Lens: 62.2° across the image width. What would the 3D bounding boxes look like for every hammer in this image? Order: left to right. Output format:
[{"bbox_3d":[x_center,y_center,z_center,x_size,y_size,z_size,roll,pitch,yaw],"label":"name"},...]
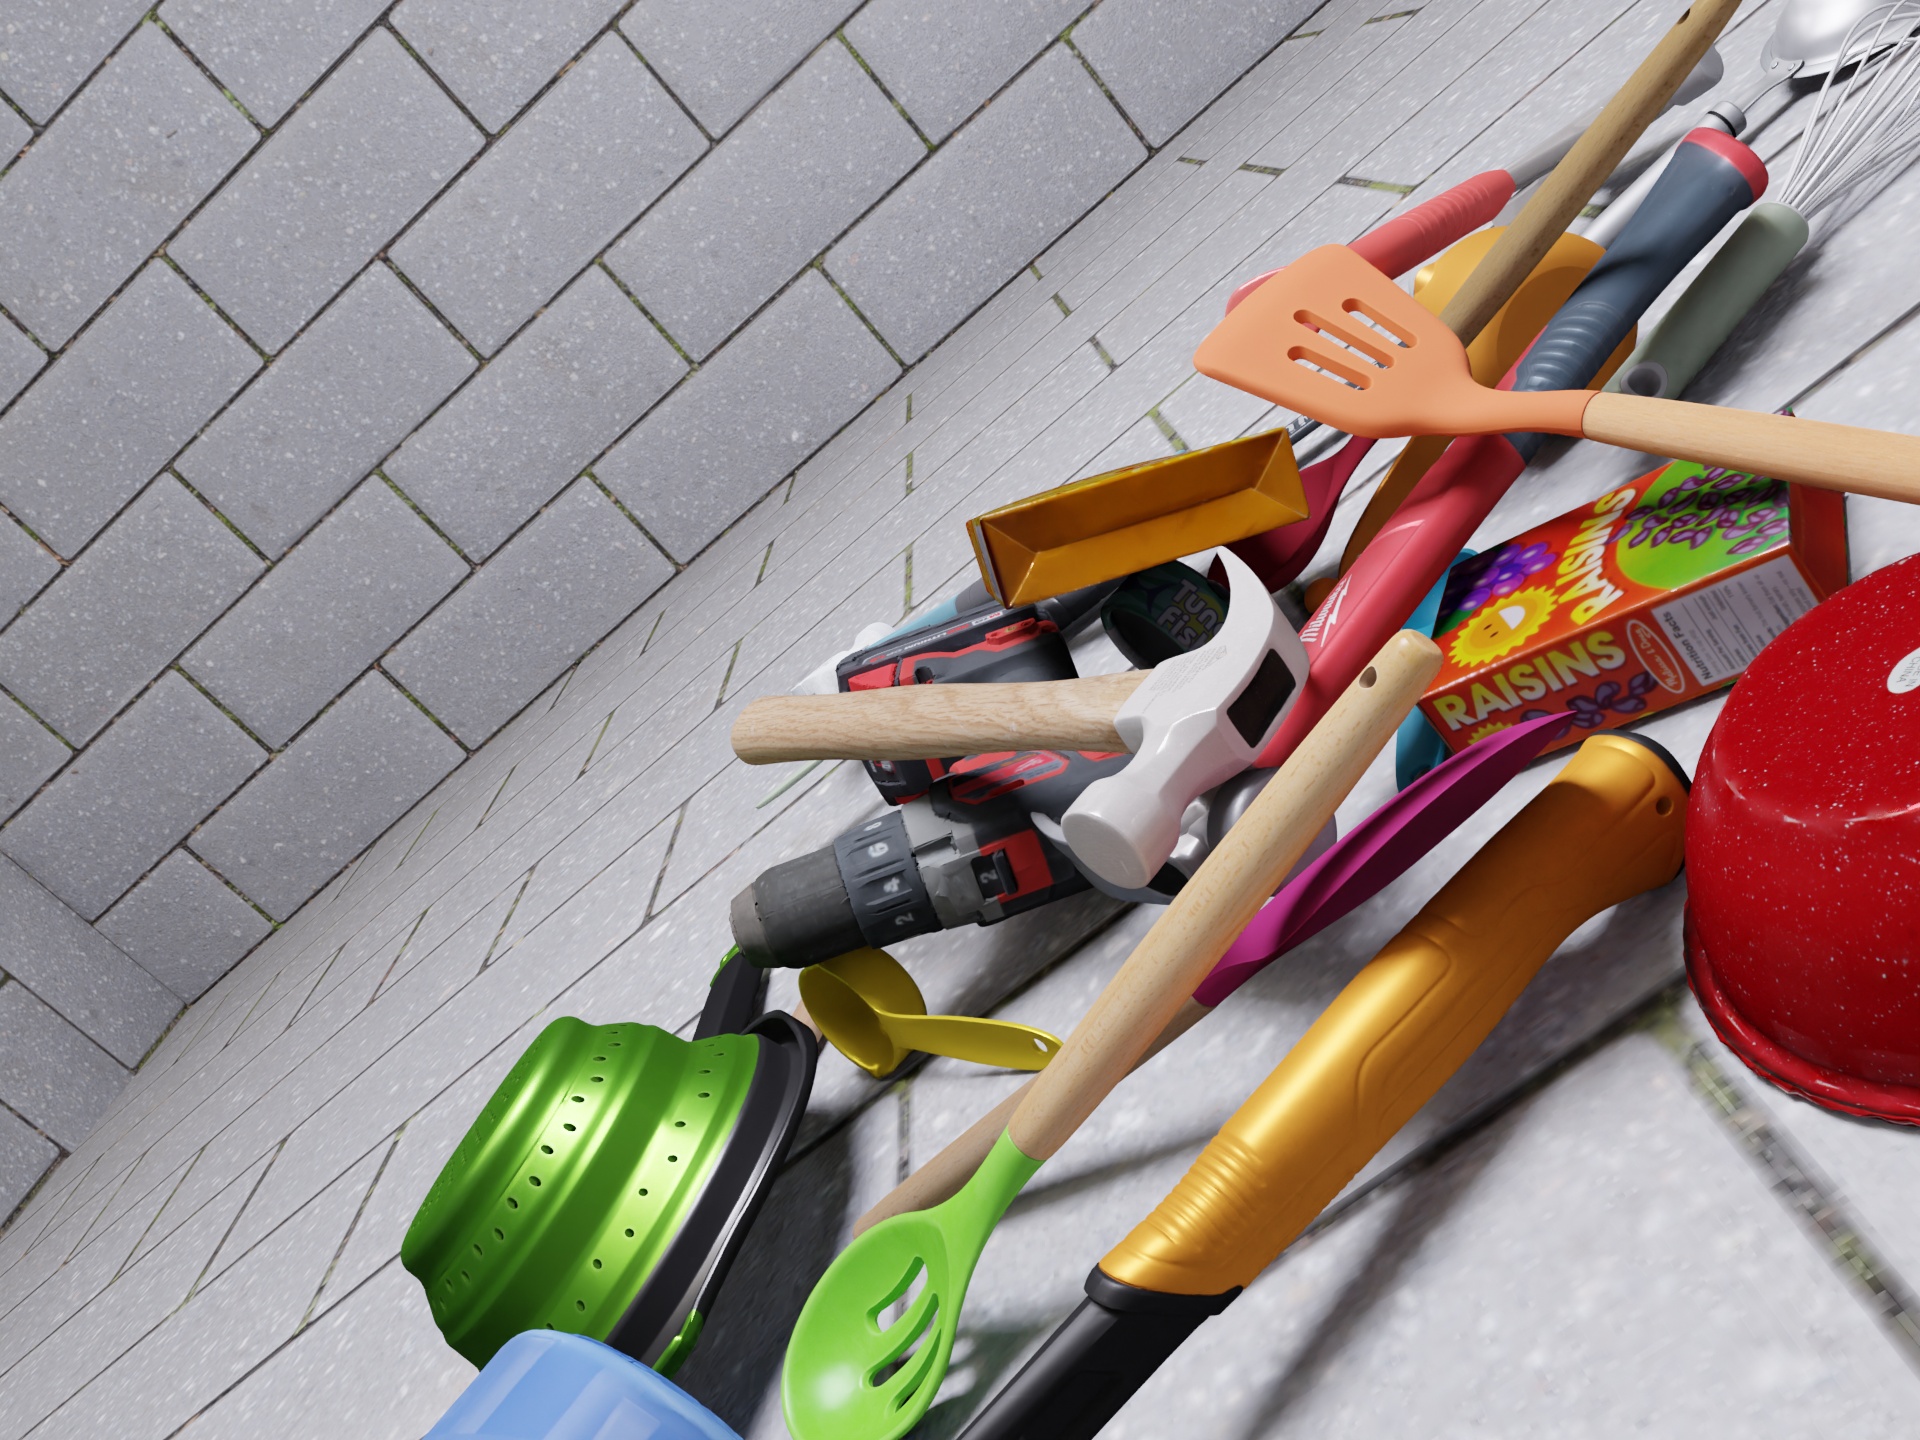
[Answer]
[{"bbox_3d":[-0.001,-0.002,0.597,0.130,0.031,0.331,-47,22,-25],"label":"hammer"},{"bbox_3d":[0.015,-0.073,0.927,0.331,0.033,0.128,-27,12,43],"label":"hammer"},{"bbox_3d":[0.125,-0.113,0.912,0.409,0.036,0.149,-36,19,23],"label":"hammer"},{"bbox_3d":[0.061,0.113,0.384,0.337,0.127,0.034,-41,17,-15],"label":"hammer"},{"bbox_3d":[0.175,-0.085,0.582,0.386,0.038,0.143,-48,14,-20],"label":"hammer"},{"bbox_3d":[0.235,-0.242,0.772,0.359,0.036,0.149,-35,3,-36],"label":"hammer"}]

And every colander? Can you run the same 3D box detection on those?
[{"bbox_3d":[-0.151,0.163,0.704,0.204,0.094,0.397,-53,10,13],"label":"colander"}]

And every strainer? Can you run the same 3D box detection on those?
[{"bbox_3d":[0.383,-0.302,0.782,0.258,0.050,0.087,-44,28,8],"label":"strainer"}]

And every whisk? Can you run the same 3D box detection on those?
[{"bbox_3d":[0.338,-0.207,0.648,0.246,0.058,0.059,-48,-17,-9],"label":"whisk"}]

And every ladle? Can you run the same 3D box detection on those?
[{"bbox_3d":[0.192,-0.151,0.636,0.315,0.031,0.069,125,165,-45],"label":"ladle"}]

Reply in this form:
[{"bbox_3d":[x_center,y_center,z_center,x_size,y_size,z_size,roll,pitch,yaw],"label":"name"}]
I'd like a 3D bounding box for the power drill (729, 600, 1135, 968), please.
[{"bbox_3d":[-0.011,0.029,0.718,0.188,0.080,0.227,-20,20,1],"label":"power drill"}]

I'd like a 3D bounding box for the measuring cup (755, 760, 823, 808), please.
[{"bbox_3d":[-0.046,0.016,0.928,0.167,0.038,0.083,-36,9,12],"label":"measuring cup"}]

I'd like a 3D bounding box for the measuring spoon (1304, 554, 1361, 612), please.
[{"bbox_3d":[0.199,-0.092,0.724,0.117,0.011,0.021,-43,17,-1],"label":"measuring spoon"}]

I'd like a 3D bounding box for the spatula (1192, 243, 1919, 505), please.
[{"bbox_3d":[0.207,-0.093,0.469,0.081,0.041,0.323,-42,37,-18],"label":"spatula"}]

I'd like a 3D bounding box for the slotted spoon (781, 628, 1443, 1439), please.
[{"bbox_3d":[0.033,0.101,0.441,0.313,0.031,0.070,-57,29,25],"label":"slotted spoon"}]

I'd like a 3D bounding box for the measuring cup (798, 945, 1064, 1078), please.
[{"bbox_3d":[-0.007,0.117,0.635,0.156,0.062,0.029,-4,29,48],"label":"measuring cup"}]

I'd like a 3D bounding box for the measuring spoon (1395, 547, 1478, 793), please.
[{"bbox_3d":[0.177,-0.013,0.584,0.042,0.021,0.129,-31,29,43],"label":"measuring spoon"}]

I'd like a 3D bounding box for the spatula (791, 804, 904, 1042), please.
[{"bbox_3d":[-0.044,0.092,0.815,0.060,0.018,0.316,-29,20,37],"label":"spatula"}]

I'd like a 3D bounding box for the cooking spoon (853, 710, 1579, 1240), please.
[{"bbox_3d":[0.055,0.092,0.477,0.068,0.017,0.318,-12,-27,-49],"label":"cooking spoon"}]

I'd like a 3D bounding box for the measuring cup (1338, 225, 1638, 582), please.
[{"bbox_3d":[0.220,-0.128,0.679,0.173,0.095,0.052,-60,20,7],"label":"measuring cup"}]
